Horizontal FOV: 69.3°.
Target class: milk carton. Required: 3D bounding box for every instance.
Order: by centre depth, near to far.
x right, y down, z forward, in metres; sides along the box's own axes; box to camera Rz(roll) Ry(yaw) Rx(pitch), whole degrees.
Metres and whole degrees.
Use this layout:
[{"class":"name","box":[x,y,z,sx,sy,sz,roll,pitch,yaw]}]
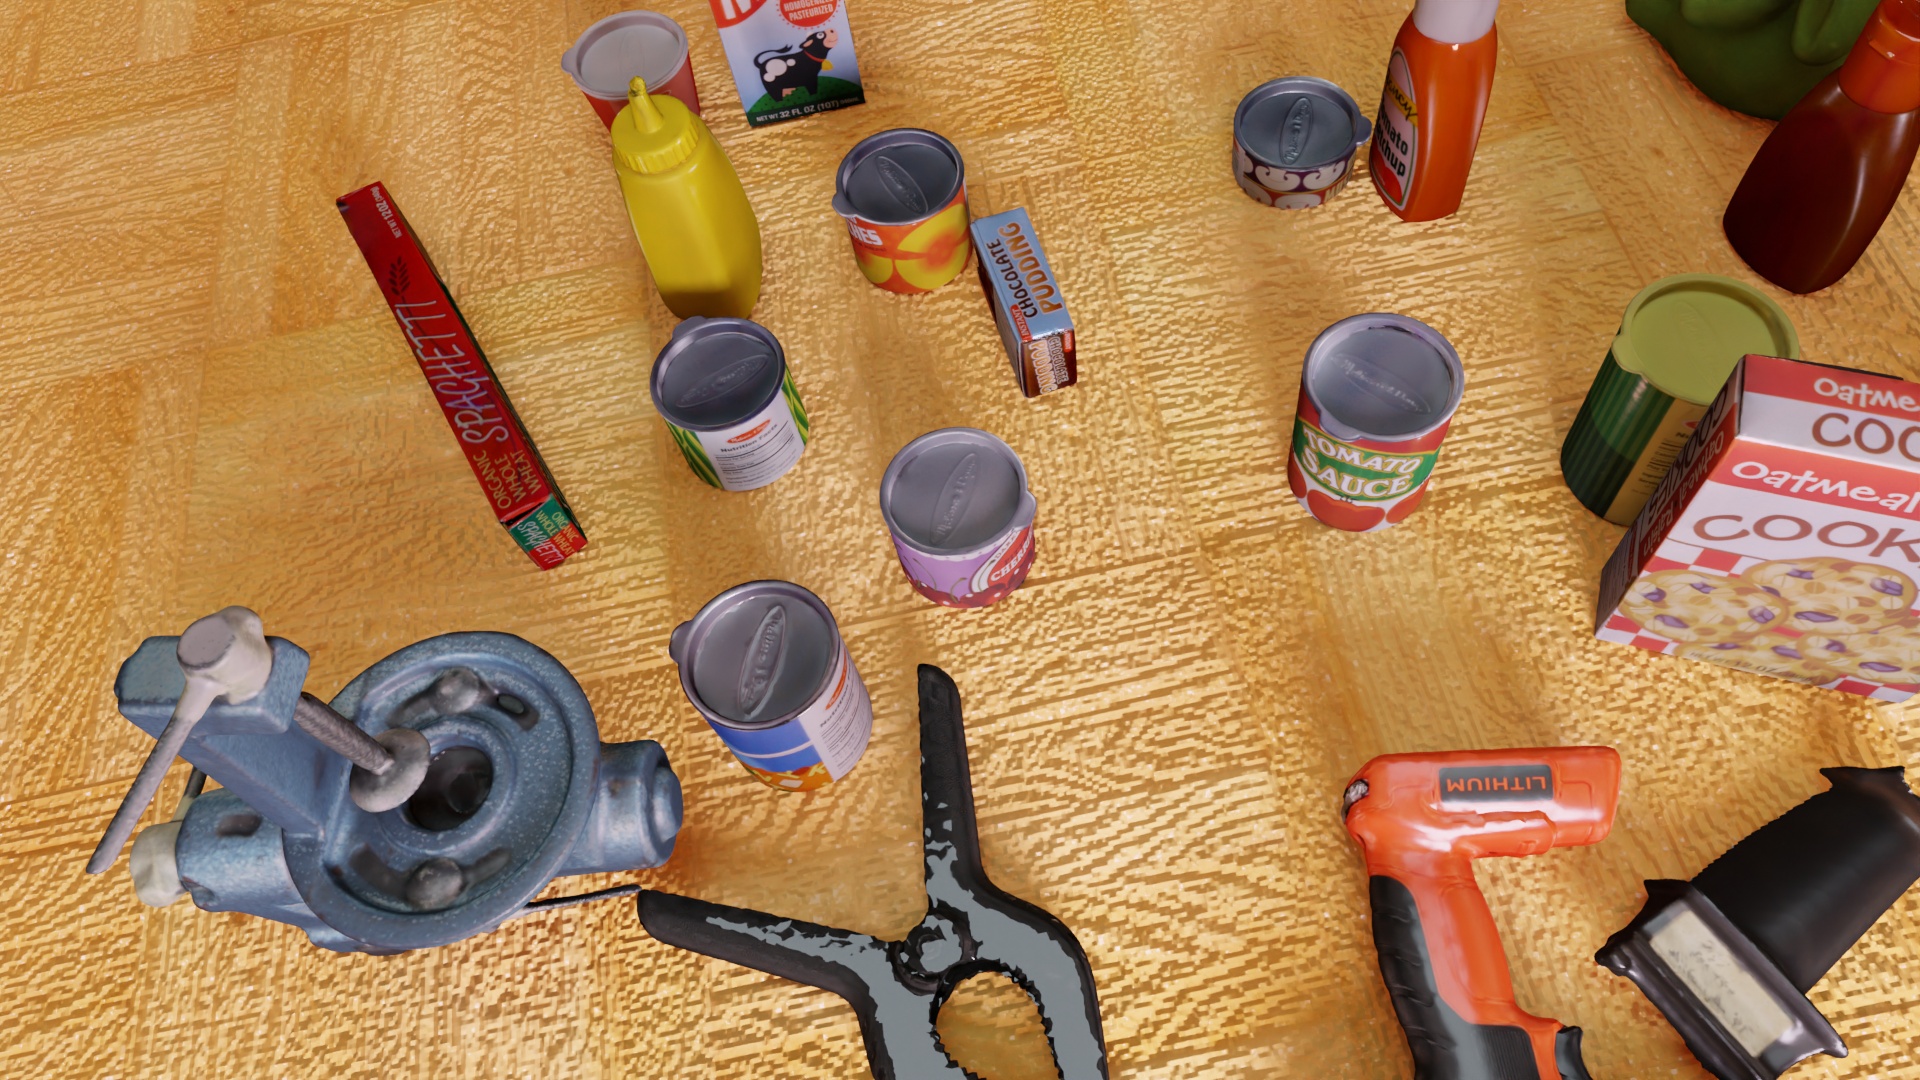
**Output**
[{"class":"milk carton","box":[-0.105,-0.322,0.746,0.072,0.189,0.074,-12,61,1]}]

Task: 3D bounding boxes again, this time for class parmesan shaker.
[{"class":"parmesan shaker","box":[0.303,-0.057,0.600,0.071,0.102,0.071,-3,62,6]}]

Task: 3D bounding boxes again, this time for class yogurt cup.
[{"class":"yogurt cup","box":[-0.184,-0.262,0.801,0.072,0.053,0.073,-3,61,6]}]

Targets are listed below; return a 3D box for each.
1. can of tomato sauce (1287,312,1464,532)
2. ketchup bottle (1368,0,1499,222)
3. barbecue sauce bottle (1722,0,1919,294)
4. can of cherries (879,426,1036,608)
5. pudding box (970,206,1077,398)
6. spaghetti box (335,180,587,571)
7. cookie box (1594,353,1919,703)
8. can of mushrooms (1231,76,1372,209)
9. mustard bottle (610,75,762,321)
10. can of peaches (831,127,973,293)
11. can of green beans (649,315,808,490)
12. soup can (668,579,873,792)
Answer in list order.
[{"class":"can of tomato sauce","box":[0.182,-0.049,0.622,0.071,0.082,0.071,-3,61,6]},{"class":"ketchup bottle","box":[0.233,-0.225,0.675,0.043,0.148,0.065,-13,61,0]},{"class":"barbecue sauce bottle","box":[0.401,-0.179,0.629,0.044,0.148,0.065,-26,62,-7]},{"class":"can of cherries","box":[0.002,-0.008,0.636,0.071,0.058,0.072,-3,61,6]},{"class":"pudding box","box":[0.032,-0.120,0.699,0.030,0.049,0.084,-18,61,-2]},{"class":"spaghetti box","box":[-0.261,-0.090,0.719,0.029,0.050,0.251,-31,62,-10]},{"class":"cookie box","box":[0.331,0.001,0.528,0.123,0.166,0.040,13,64,14]},{"class":"can of mushrooms","box":[0.180,-0.211,0.739,0.071,0.033,0.071,-3,61,6]},{"class":"mustard bottle","box":[-0.138,-0.171,0.685,0.049,0.159,0.065,4,63,10]},{"class":"can of peaches","box":[-0.030,-0.171,0.730,0.071,0.057,0.071,-3,61,6]},{"class":"can of green beans","box":[-0.112,-0.066,0.683,0.071,0.057,0.071,-3,61,6]},{"class":"soup can","box":[-0.079,0.063,0.593,0.071,0.083,0.071,-3,61,6]}]
